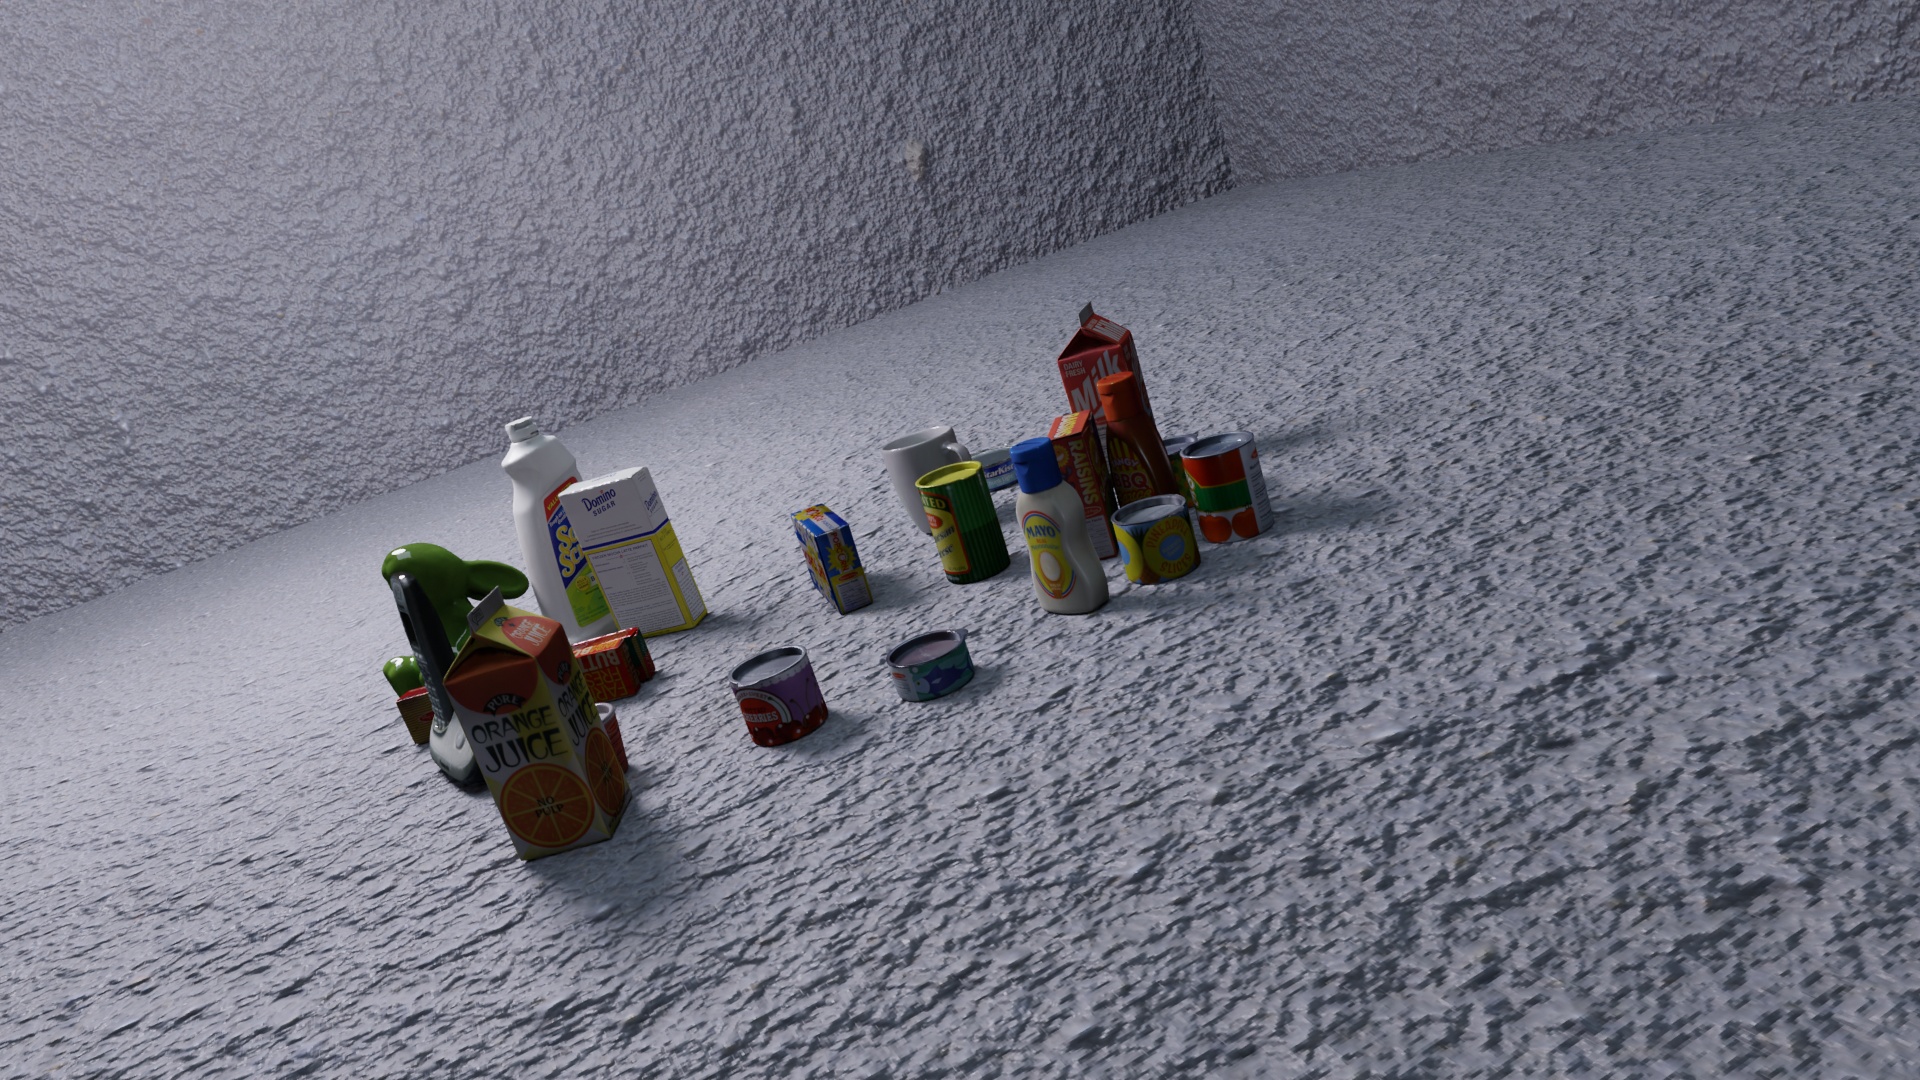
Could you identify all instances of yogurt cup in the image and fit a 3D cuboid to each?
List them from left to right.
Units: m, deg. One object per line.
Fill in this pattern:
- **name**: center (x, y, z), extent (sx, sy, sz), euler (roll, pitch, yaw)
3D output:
- **yogurt cup**: center (-0.305, 0.171, 1.129), extent (0.072, 0.053, 0.072), euler (-16, 16, 5)

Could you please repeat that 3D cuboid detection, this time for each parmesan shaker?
- **parmesan shaker**: center (0.005, -0.017, 1.336), extent (0.071, 0.102, 0.071), euler (-16, 16, 5)

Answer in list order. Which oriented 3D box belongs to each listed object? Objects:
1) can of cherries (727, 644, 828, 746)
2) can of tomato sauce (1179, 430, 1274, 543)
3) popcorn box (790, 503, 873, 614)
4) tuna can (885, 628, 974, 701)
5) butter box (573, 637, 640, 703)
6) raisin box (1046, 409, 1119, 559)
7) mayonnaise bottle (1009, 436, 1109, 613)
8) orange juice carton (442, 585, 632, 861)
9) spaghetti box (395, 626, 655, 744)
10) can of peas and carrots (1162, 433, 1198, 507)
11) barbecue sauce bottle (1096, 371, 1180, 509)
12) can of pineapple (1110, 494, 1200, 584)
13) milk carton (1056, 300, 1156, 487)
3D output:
- **can of cherries**: center (-0.147, 0.125, 1.108), extent (0.071, 0.058, 0.072), euler (-16, 16, 5)
- **can of tomato sauce**: center (0.235, -0.048, 1.235), extent (0.071, 0.083, 0.071), euler (-16, 16, 5)
- **popcorn box**: center (-0.130, 0.017, 1.397), extent (0.038, 0.085, 0.127), euler (-21, 17, -13)
- **tuna can**: center (-0.022, 0.099, 1.110), extent (0.071, 0.032, 0.071), euler (-16, 16, 5)
- **butter box**: center (-0.360, 0.131, 1.316), extent (0.103, 0.053, 0.024), euler (-15, 16, 9)
- **raisin box**: center (0.117, -0.051, 1.297), extent (0.040, 0.123, 0.086), euler (-13, 17, 16)
- **mayonnaise bottle**: center (0.078, -0.012, 1.165), extent (0.064, 0.147, 0.041), euler (-2, 22, 44)
- **orange juice carton**: center (-0.316, 0.130, 1.025), extent (0.073, 0.192, 0.072), euler (-16, 16, 5)
- **spaghetti box**: center (-0.421, 0.141, 1.351), extent (0.250, 0.050, 0.029), euler (-16, 16, 6)
- **can of peas and carrots**: center (0.210, -0.066, 1.366), extent (0.071, 0.058, 0.071), euler (-16, 16, 5)
- **barbecue sauce bottle**: center (0.165, -0.084, 1.309), extent (0.044, 0.148, 0.065), euler (-29, 19, -35)
- **can of pineapple**: center (0.169, -0.001, 1.194), extent (0.071, 0.057, 0.071), euler (-16, 16, 5)
- **milk carton**: center (0.157, -0.158, 1.486), extent (0.073, 0.190, 0.072), euler (-12, 17, 20)
